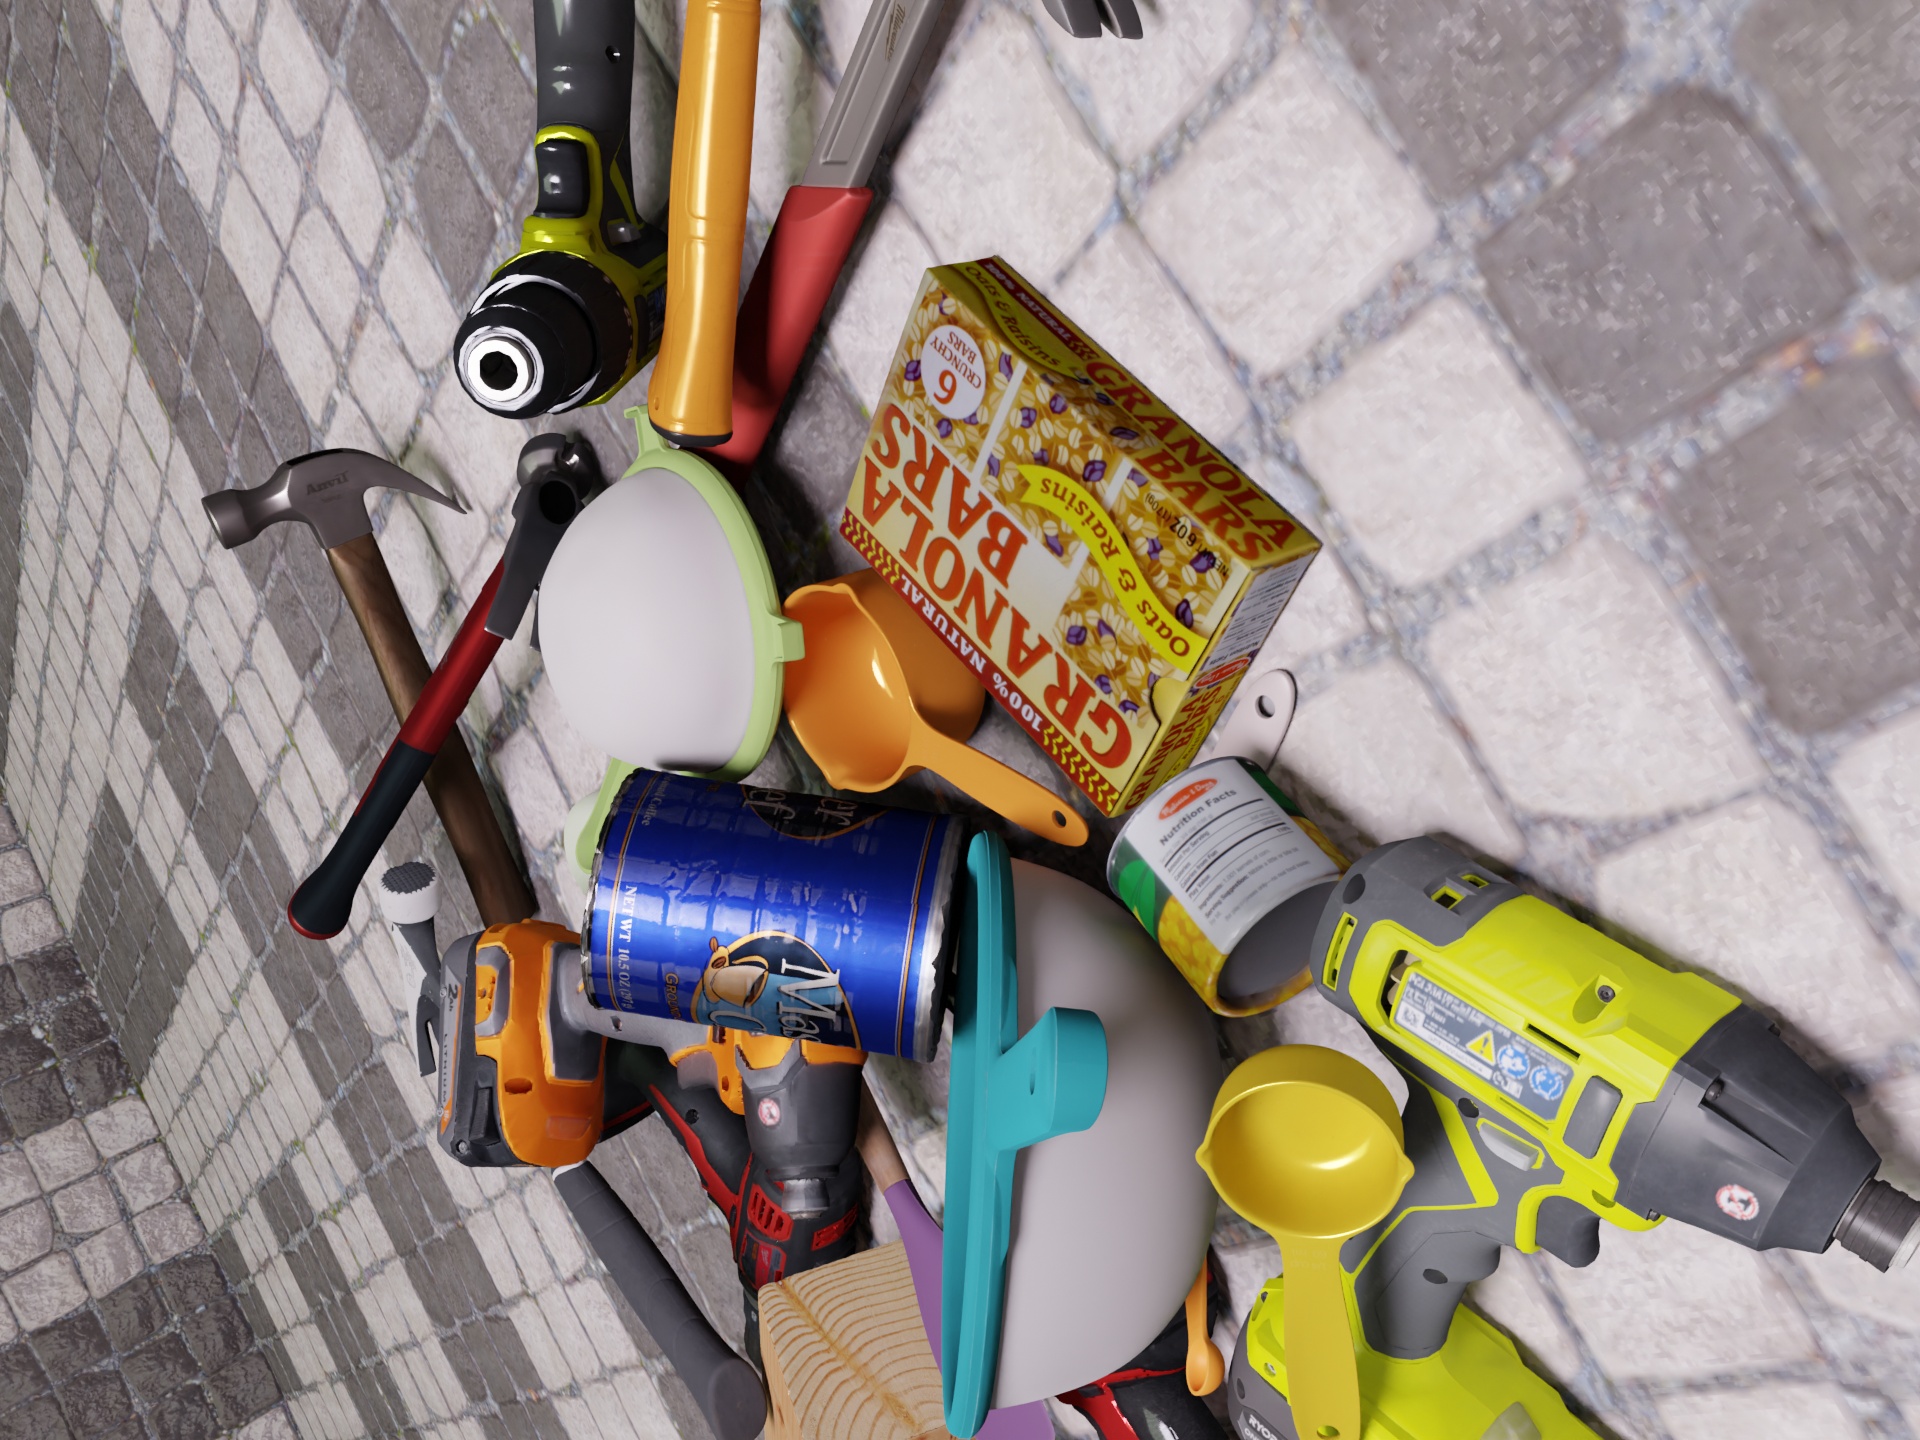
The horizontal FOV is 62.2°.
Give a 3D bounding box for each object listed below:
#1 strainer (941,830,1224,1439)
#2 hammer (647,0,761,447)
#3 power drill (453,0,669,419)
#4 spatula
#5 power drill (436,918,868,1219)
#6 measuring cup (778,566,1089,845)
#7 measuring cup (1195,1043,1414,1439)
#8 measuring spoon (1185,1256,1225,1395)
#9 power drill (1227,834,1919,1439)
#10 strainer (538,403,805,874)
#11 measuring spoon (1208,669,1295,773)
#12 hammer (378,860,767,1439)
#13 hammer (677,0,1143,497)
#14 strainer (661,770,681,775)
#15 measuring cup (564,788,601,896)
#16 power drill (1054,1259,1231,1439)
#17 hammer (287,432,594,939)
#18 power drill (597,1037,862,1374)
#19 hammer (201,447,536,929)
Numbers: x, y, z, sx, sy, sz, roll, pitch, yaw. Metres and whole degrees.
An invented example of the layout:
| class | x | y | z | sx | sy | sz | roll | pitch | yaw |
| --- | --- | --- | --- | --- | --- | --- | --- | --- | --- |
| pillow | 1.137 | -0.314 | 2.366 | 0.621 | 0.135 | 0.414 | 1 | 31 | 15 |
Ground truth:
| class | x | y | z | sx | sy | sz | roll | pitch | yaw |
| --- | --- | --- | --- | --- | --- | --- | --- | --- | --- |
| strainer | 0.049 | 0.129 | 0.518 | 0.340 | 0.095 | 0.211 | 104 | 170 | -72 |
| hammer | -0.077 | -0.256 | 0.547 | 0.127 | 0.034 | 0.336 | 44 | 132 | 50 |
| power drill | -0.151 | -0.231 | 0.598 | 0.080 | 0.191 | 0.228 | 3 | 114 | 1 |
| spatula | -0.041 | 0.197 | 0.741 | 0.316 | 0.018 | 0.059 | 58 | 134 | 33 |
| power drill | -0.144 | 0.160 | 0.763 | 0.226 | 0.084 | 0.164 | -14 | 70 | 27 |
| measuring cup | -0.001 | -0.002 | 0.629 | 0.174 | 0.052 | 0.095 | 31 | 129 | 34 |
| measuring cup | 0.110 | 0.166 | 0.489 | 0.062 | 0.029 | 0.156 | -2 | 116 | 17 |
| measuring spoon | 0.091 | 0.192 | 0.595 | 0.021 | 0.011 | 0.117 | 115 | 165 | -48 |
| power drill | 0.173 | 0.168 | 0.492 | 0.171 | 0.080 | 0.223 | 33 | 127 | 37 |
| strainer | -0.161 | -0.005 | 0.719 | 0.152 | 0.069 | 0.256 | 56 | 138 | 26 |
| measuring spoon | 0.087 | 0.030 | 0.567 | 0.034 | 0.018 | 0.124 | 45 | 136 | 25 |
| hammer | -0.227 | 0.242 | 0.885 | 0.409 | 0.036 | 0.149 | 37 | 134 | 40 |
| hammer | -0.058 | -0.170 | 0.617 | 0.149 | 0.036 | 0.359 | 58 | 142 | 19 |
| strainer | -0.149 | 0.043 | 0.809 | 0.087 | 0.050 | 0.258 | 34 | 125 | 25 |
| measuring cup | -0.169 | 0.057 | 0.863 | 0.167 | 0.038 | 0.083 | -36 | 80 | 50 |
| power drill | 0.085 | 0.322 | 0.673 | 0.143 | 0.078 | 0.220 | -39 | 75 | 51 |
| hammer | -0.300 | 0.021 | 0.874 | 0.386 | 0.038 | 0.143 | -48 | 31 | 36 |
| power drill | -0.149 | 0.259 | 0.915 | 0.227 | 0.080 | 0.187 | 35 | 132 | 30 |
| hammer | -0.328 | -0.009 | 0.973 | 0.031 | 0.130 | 0.331 | 29 | 140 | 51 |
